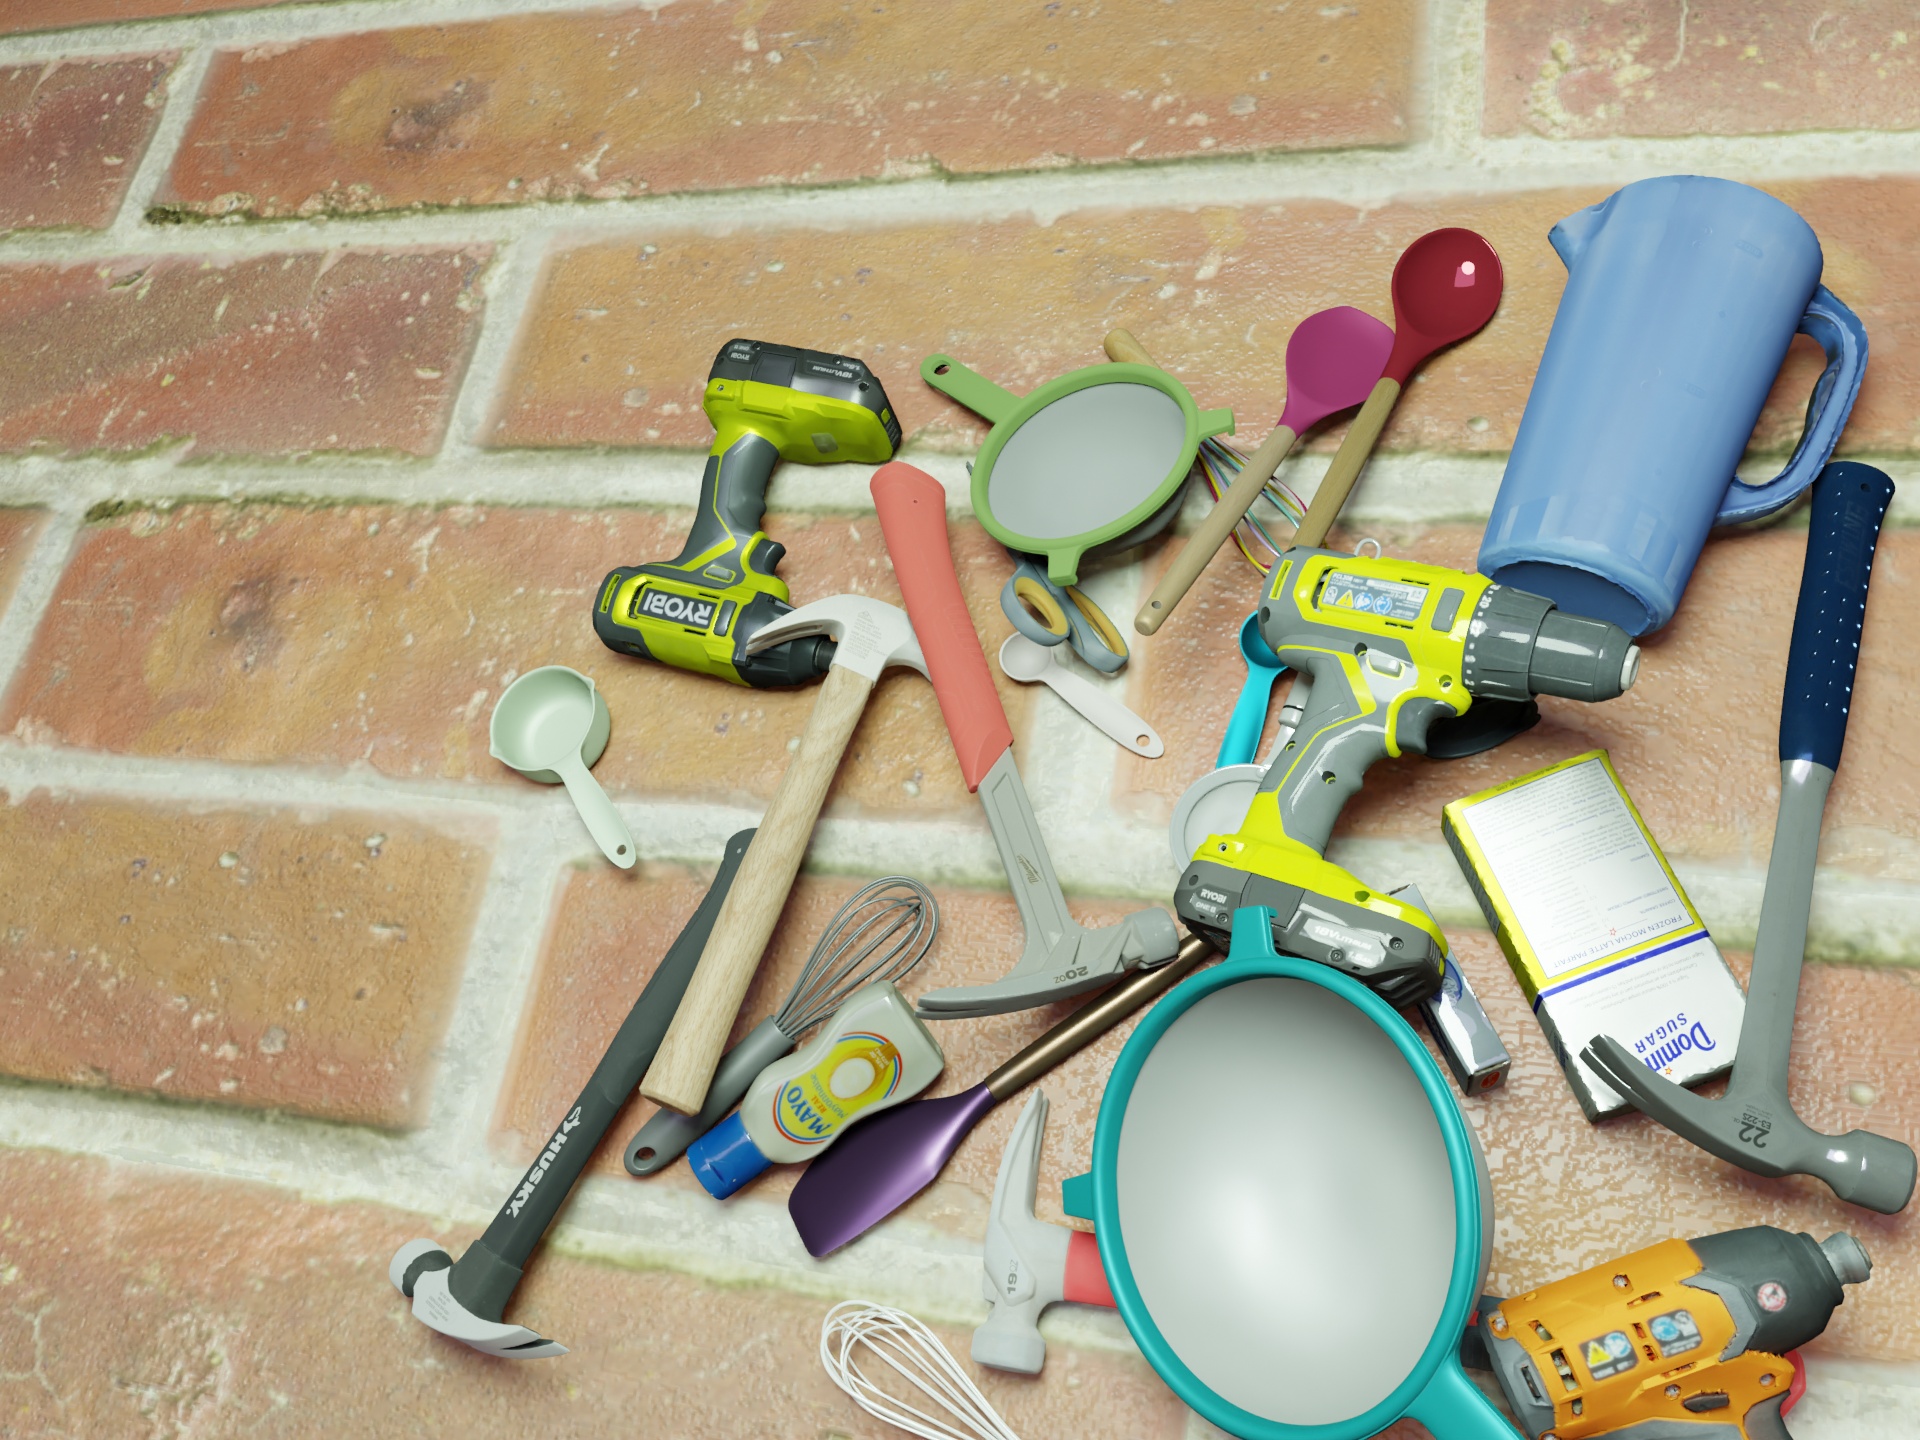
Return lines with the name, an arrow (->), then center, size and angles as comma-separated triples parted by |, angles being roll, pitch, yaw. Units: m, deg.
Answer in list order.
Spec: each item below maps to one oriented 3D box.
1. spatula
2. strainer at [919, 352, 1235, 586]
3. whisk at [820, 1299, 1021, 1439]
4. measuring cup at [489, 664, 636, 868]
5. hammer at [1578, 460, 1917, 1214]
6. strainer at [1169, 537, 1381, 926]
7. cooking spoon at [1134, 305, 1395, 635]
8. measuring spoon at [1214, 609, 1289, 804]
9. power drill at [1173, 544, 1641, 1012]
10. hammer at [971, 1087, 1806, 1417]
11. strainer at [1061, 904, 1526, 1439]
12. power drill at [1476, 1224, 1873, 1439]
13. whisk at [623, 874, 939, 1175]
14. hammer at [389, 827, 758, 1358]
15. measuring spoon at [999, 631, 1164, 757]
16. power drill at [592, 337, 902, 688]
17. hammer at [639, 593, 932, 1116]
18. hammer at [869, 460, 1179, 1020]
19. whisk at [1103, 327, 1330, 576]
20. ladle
spatula -> 0.037, 0.191, 0.890 | 0.316, 0.018, 0.060 | -34, 48, -1
strainer -> 0.058, -0.174, 1.039 | 0.151, 0.069, 0.257 | -43, 46, -6
whisk -> 0.029, 0.371, 0.797 | 0.246, 0.058, 0.059 | 28, 110, 23
measuring cup -> -0.245, 0.037, 1.036 | 0.083, 0.038, 0.168 | -36, 63, -2
hammer -> 0.424, 0.032, 0.810 | 0.144, 0.035, 0.406 | 18, 64, 12
strainer -> 0.190, 0.008, 0.907 | 0.087, 0.050, 0.258 | 22, 77, 17
cooking spoon -> 0.184, -0.157, 0.959 | 0.069, 0.017, 0.319 | 32, 58, 10
measuring spoon -> 0.175, -0.006, 0.947 | 0.042, 0.021, 0.129 | 15, 80, 23
power drill -> 0.222, 0.025, 0.815 | 0.191, 0.080, 0.228 | 15, 74, 32
hammer -> 0.202, 0.278, 0.790 | 0.386, 0.038, 0.143 | 3, 65, 18
strainer -> 0.198, 0.252, 0.692 | 0.341, 0.095, 0.211 | 46, 115, 43
power drill -> 0.343, 0.333, 0.669 | 0.164, 0.084, 0.227 | -26, 73, 11
whisk -> -0.107, 0.178, 0.923 | 0.239, 0.055, 0.055 | -43, 61, -1
hammer -> -0.196, 0.206, 0.924 | 0.146, 0.035, 0.335 | 10, 62, 48
measuring spoon -> 0.076, -0.013, 0.980 | 0.124, 0.018, 0.034 | 37, 80, 21
power drill -> -0.128, -0.133, 1.061 | 0.171, 0.080, 0.223 | 13, 73, 17
hammer -> -0.107, 0.069, 0.935 | 0.130, 0.031, 0.331 | 24, 66, -4
hammer -> -0.001, -0.003, 0.934 | 0.149, 0.036, 0.359 | -12, 61, -14
whisk -> 0.156, -0.172, 1.014 | 0.047, 0.051, 0.245 | -35, 58, 5
ladle -> 0.254, -0.186, 0.970 | 0.069, 0.031, 0.315 | 29, 65, 6
